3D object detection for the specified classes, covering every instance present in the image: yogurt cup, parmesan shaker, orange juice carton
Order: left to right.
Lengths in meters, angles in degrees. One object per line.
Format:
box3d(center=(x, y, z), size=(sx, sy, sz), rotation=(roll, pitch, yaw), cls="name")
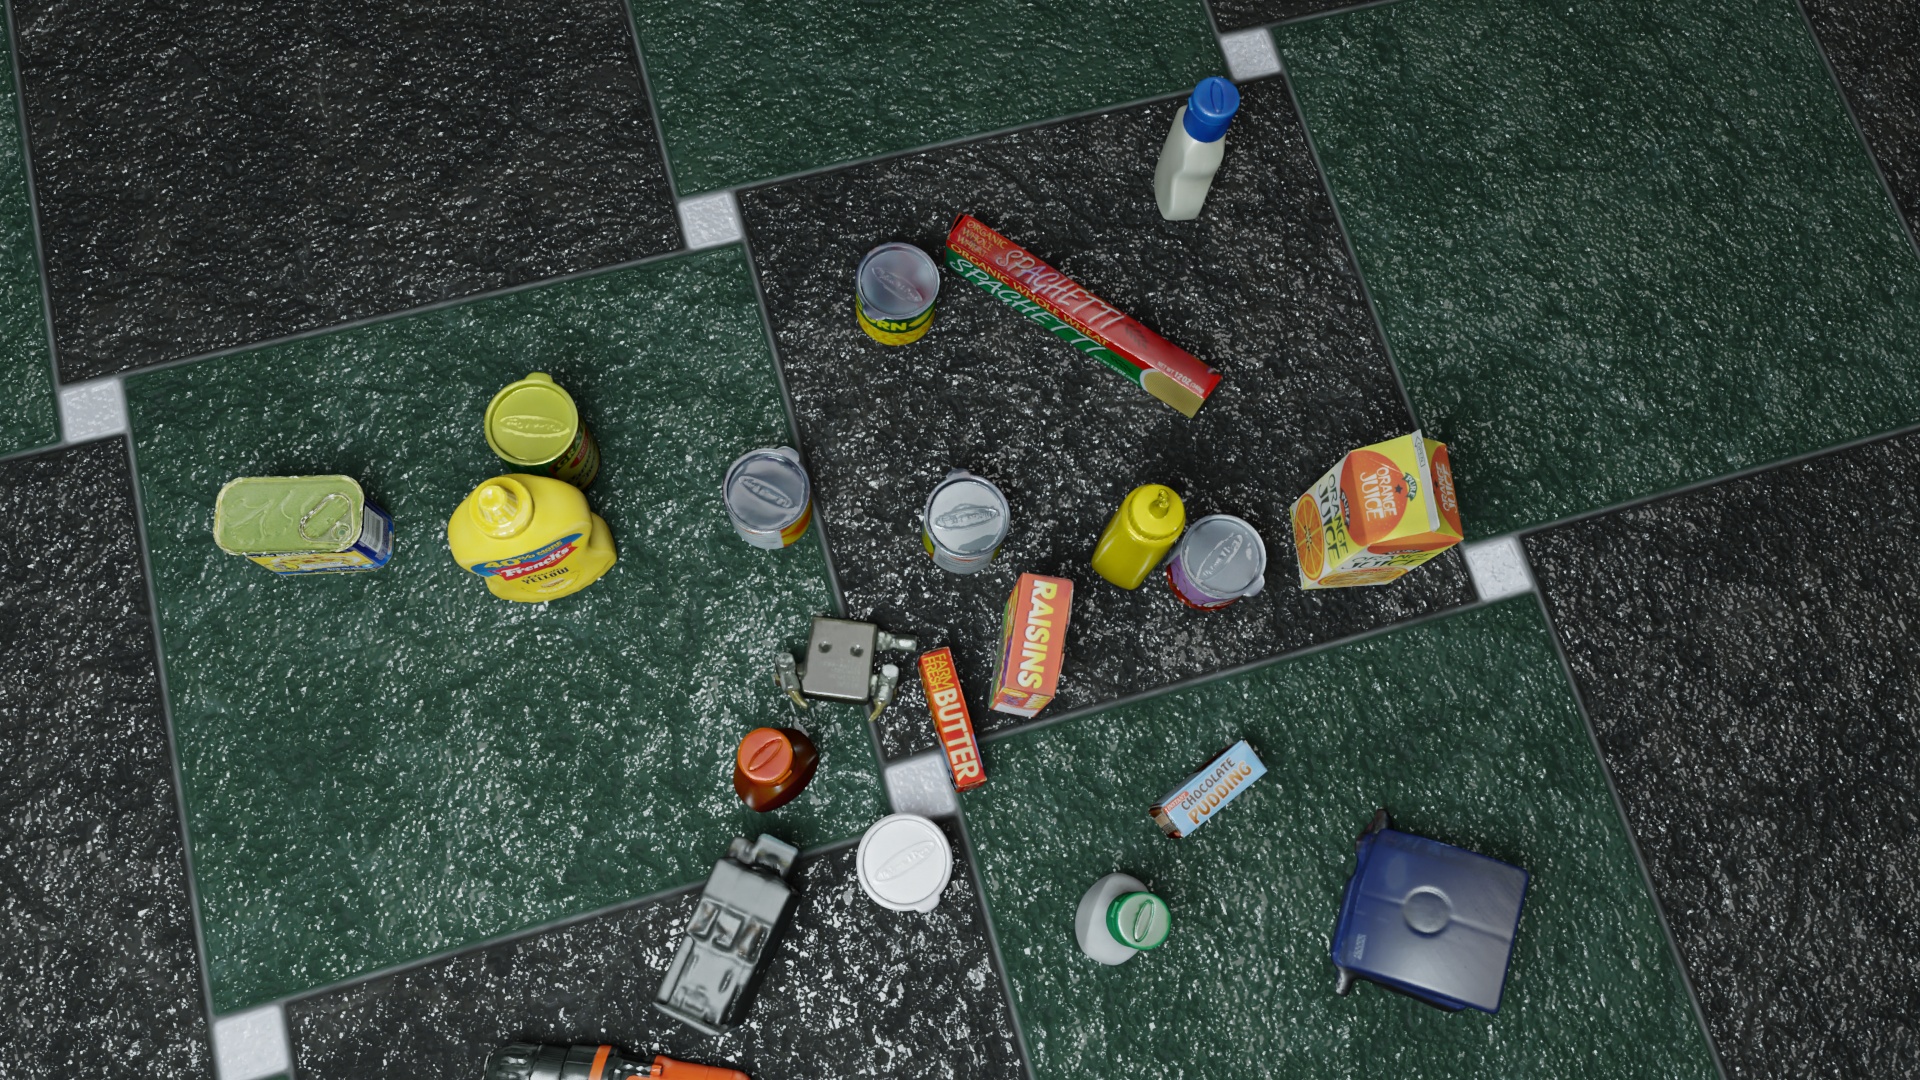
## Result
box3d(center=(-0.311, -0.075, 1.047), size=(0.071, 0.103, 0.071), rotation=(1, 76, -4), cls="parmesan shaker")
box3d(center=(-0.041, 0.234, 1.009), size=(0.072, 0.053, 0.072), rotation=(1, 75, -4), cls="yogurt cup")
box3d(center=(0.311, -0.019, 1.029), size=(0.073, 0.192, 0.072), rotation=(-4, 76, -5), cls="orange juice carton")

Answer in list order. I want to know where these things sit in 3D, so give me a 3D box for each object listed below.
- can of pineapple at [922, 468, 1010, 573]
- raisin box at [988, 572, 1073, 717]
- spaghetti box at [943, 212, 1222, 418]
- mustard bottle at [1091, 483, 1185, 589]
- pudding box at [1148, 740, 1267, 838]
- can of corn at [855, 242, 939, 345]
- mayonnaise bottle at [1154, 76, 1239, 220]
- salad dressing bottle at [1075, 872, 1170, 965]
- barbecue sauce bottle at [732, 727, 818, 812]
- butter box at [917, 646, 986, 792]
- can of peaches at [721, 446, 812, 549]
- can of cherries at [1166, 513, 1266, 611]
box3d(center=(0.004, -0.013, 1.076), size=(0.071, 0.057, 0.071), rotation=(1, 75, -4), cls="can of pineapple")
box3d(center=(0.051, 0.079, 1.021), size=(0.040, 0.123, 0.086), rotation=(11, 75, -1), cls="raisin box")
box3d(center=(0.096, -0.183, 1.131), size=(0.250, 0.050, 0.029), rotation=(33, 76, 5), cls="spaghetti box")
box3d(center=(0.136, -0.008, 1.031), size=(0.049, 0.160, 0.065), rotation=(30, 76, 4), cls="mustard bottle")
box3d(center=(0.185, 0.186, 1.040), size=(0.084, 0.049, 0.030), rotation=(-36, 81, -12), cls="pudding box")
box3d(center=(-0.053, -0.196, 1.120), size=(0.071, 0.058, 0.071), rotation=(1, 75, -4), cls="can of corn")
box3d(center=(0.190, -0.318, 1.123), size=(0.041, 0.147, 0.065), rotation=(-2, 76, -4), cls="mayonnaise bottle")
box3d(center=(0.113, 0.263, 0.964), size=(0.044, 0.147, 0.064), rotation=(22, 75, 2), cls="salad dressing bottle")
box3d(center=(-0.131, 0.158, 0.974), size=(0.065, 0.148, 0.044), rotation=(-42, 82, -12), cls="barbecue sauce bottle")
box3d(center=(-0.007, 0.135, 1.038), size=(0.024, 0.053, 0.103), rotation=(-15, 77, -7), cls="butter box")
box3d(center=(-0.146, -0.033, 1.070), size=(0.071, 0.058, 0.071), rotation=(1, 75, -4), cls="can of peaches")
box3d(center=(0.199, 0.020, 1.080), size=(0.071, 0.058, 0.071), rotation=(1, 75, -4), cls="can of cherries")
